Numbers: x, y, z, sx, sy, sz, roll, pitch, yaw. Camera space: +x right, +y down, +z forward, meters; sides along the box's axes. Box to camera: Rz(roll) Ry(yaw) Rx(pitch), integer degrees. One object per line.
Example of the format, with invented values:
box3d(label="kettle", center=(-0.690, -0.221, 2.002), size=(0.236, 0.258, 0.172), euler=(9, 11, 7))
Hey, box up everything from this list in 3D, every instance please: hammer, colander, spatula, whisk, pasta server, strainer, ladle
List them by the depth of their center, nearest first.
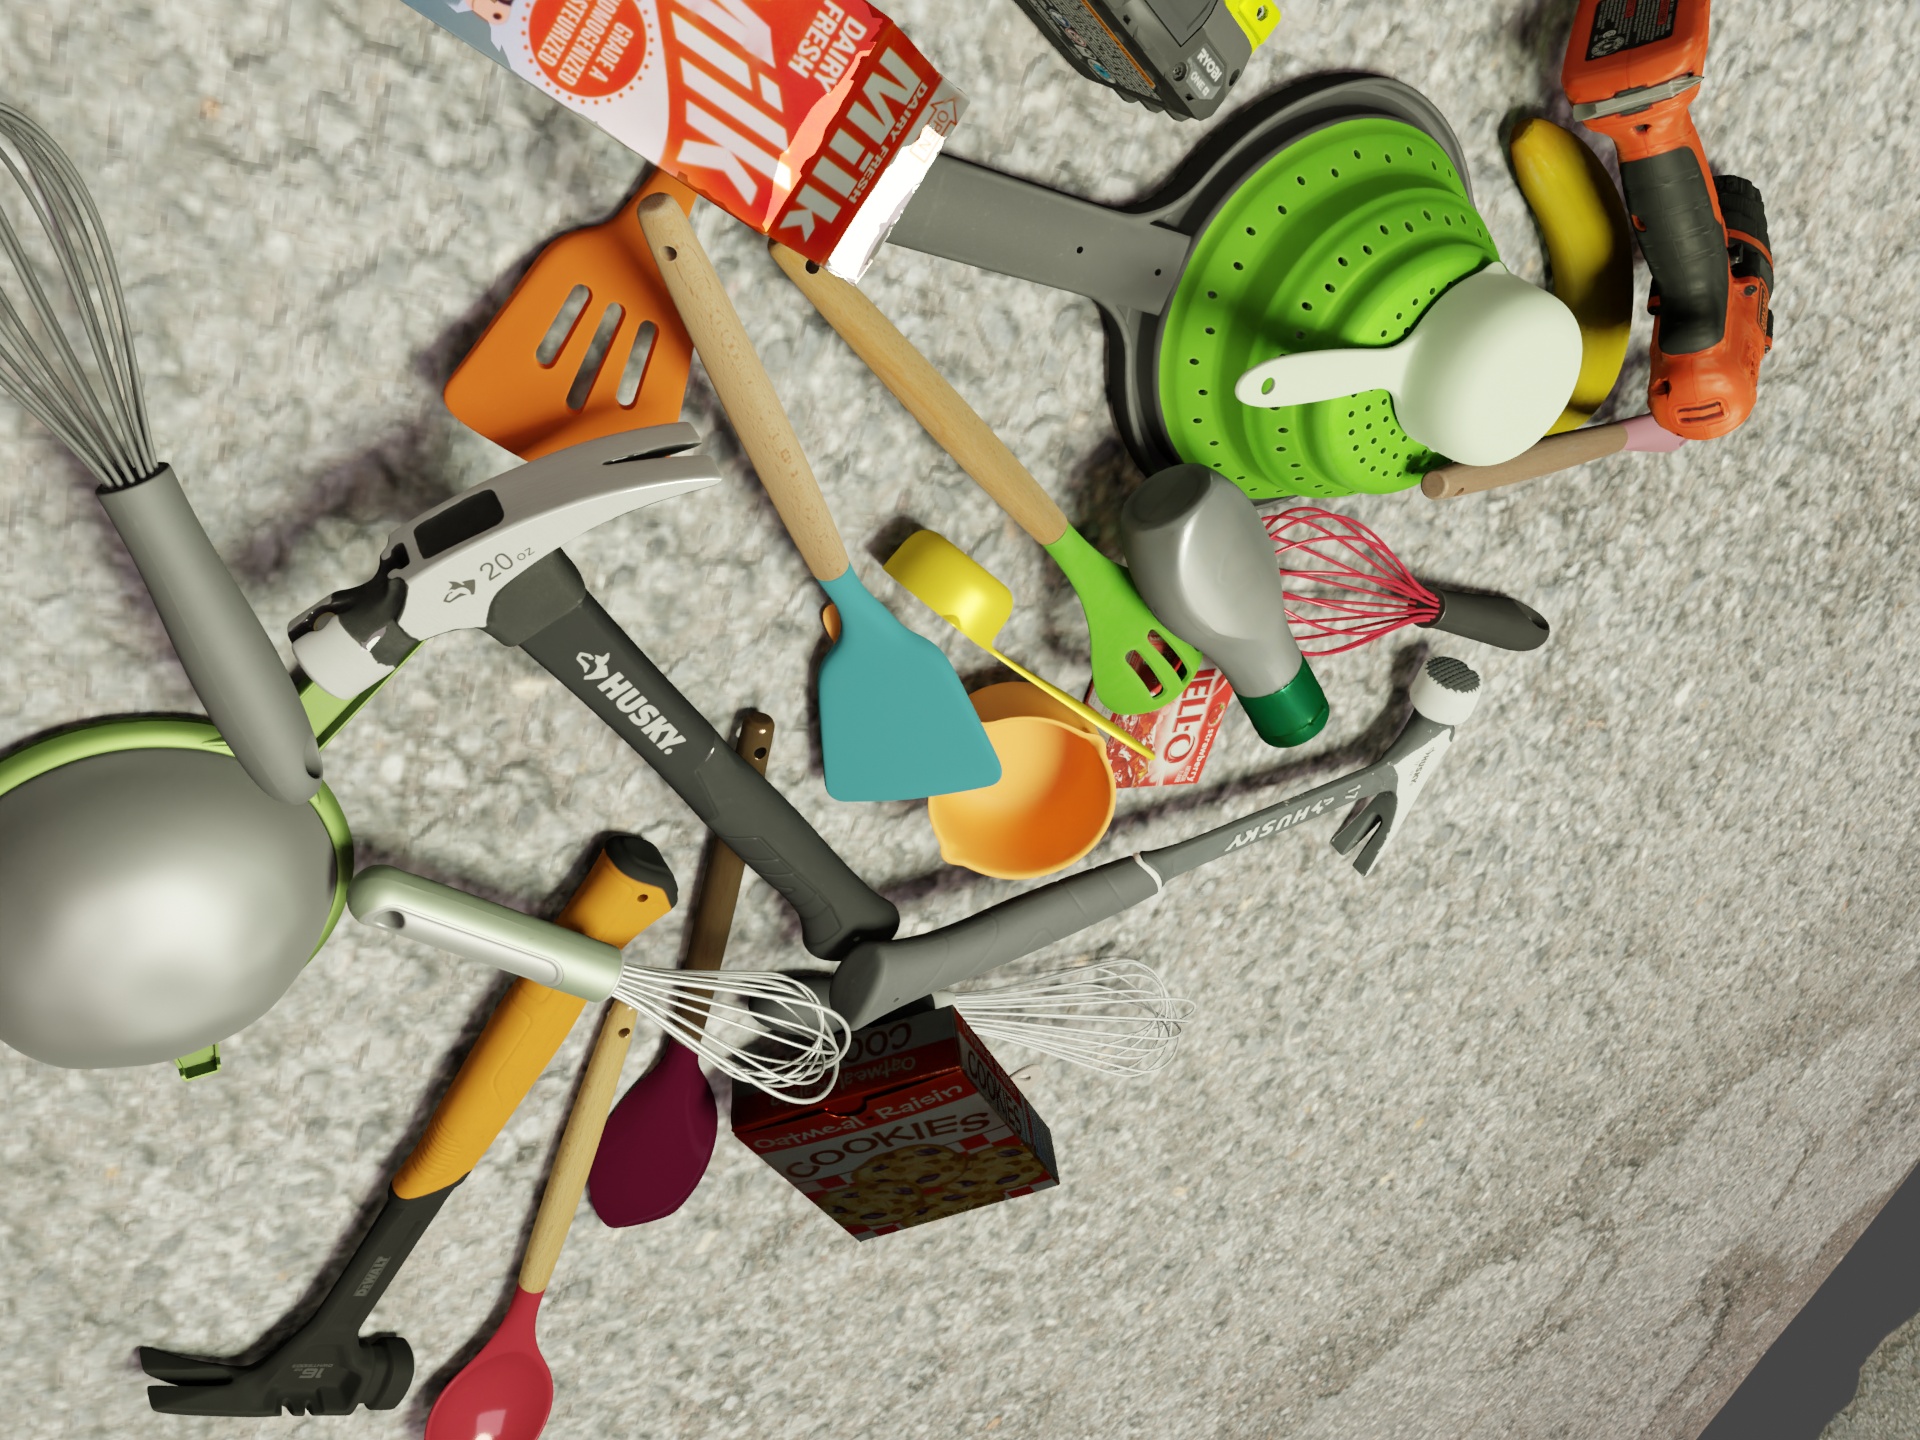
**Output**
box3d(label="whisk", center=(-0.250, -0.071, 0.481), size=(0.055, 0.055, 0.238), euler=(-26, 123, -17))
box3d(label="spatula", center=(-0.063, -0.224, 0.517), size=(0.081, 0.041, 0.322), euler=(25, 109, -26))
box3d(label="strainer", center=(-0.255, 0.041, 0.570), size=(0.256, 0.069, 0.151), euler=(-45, 136, 5))
box3d(label="spatula", center=(-0.056, -0.066, 0.606), size=(0.082, 0.044, 0.317), euler=(-6, 147, 12))
box3d(label="hammer", center=(-0.099, 0.016, 0.641), size=(0.146, 0.035, 0.334), euler=(-33, 142, 1))
box3d(label="colander", center=(0.108, -0.169, 0.646), size=(0.396, 0.095, 0.204), euler=(3, 120, -37))
box3d(label="whisk", center=(-0.143, 0.111, 0.672), size=(0.246, 0.059, 0.058), euler=(29, 130, -36))
box3d(label="hammer", center=(-0.236, 0.189, 0.723), size=(0.127, 0.034, 0.337), euler=(23, 107, -44))
box3d(label="pasta server", center=(0.304, -0.141, 0.782), size=(0.316, 0.040, 0.060), euler=(-19, 148, -43))
box3d(label="ladle", center=(-0.211, 0.267, 0.805), size=(0.069, 0.031, 0.315), euler=(5, 117, -37))
box3d(label="hammer", center=(0.111, 0.077, 0.842), size=(0.409, 0.036, 0.149), euler=(-18, 140, -30))
box3d(label="whisk", center=(0.238, -0.063, 0.846), size=(0.295, 0.073, 0.073), euler=(5, 119, -43))
box3d(label="whisk", center=(0.013, 0.159, 0.862), size=(0.284, 0.070, 0.070), euler=(9, 117, -33))

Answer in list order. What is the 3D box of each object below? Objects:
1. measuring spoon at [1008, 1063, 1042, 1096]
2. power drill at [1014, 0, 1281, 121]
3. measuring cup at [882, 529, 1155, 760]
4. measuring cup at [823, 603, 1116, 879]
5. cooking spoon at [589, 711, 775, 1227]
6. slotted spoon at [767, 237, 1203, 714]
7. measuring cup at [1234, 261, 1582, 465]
box3d(label="measuring spoon", center=(0.009, 0.220, 0.904), size=(0.034, 0.018, 0.124), euler=(17, 134, -28))
box3d(label="power drill", center=(0.095, -0.340, 0.523), size=(0.190, 0.080, 0.228), euler=(31, 99, -45))
box3d(label="measuring cup", center=(0.035, -0.032, 0.698), size=(0.156, 0.062, 0.029), euler=(34, 95, -22))
box3d(label="measuring cup", center=(-0.001, -0.002, 0.737), size=(0.095, 0.052, 0.173), euler=(-39, 112, 15))
box3d(label="cooking spoon", center=(-0.128, 0.133, 0.766), size=(0.068, 0.017, 0.318), euler=(-3, 124, -33))
box3d(label="slotted spoon", center=(0.024, -0.092, 0.665), size=(0.070, 0.031, 0.313), euler=(-52, 131, -5))
box3d(label="measuring cup", center=(0.181, -0.132, 0.626), size=(0.167, 0.038, 0.083), euler=(-13, 129, -31))
